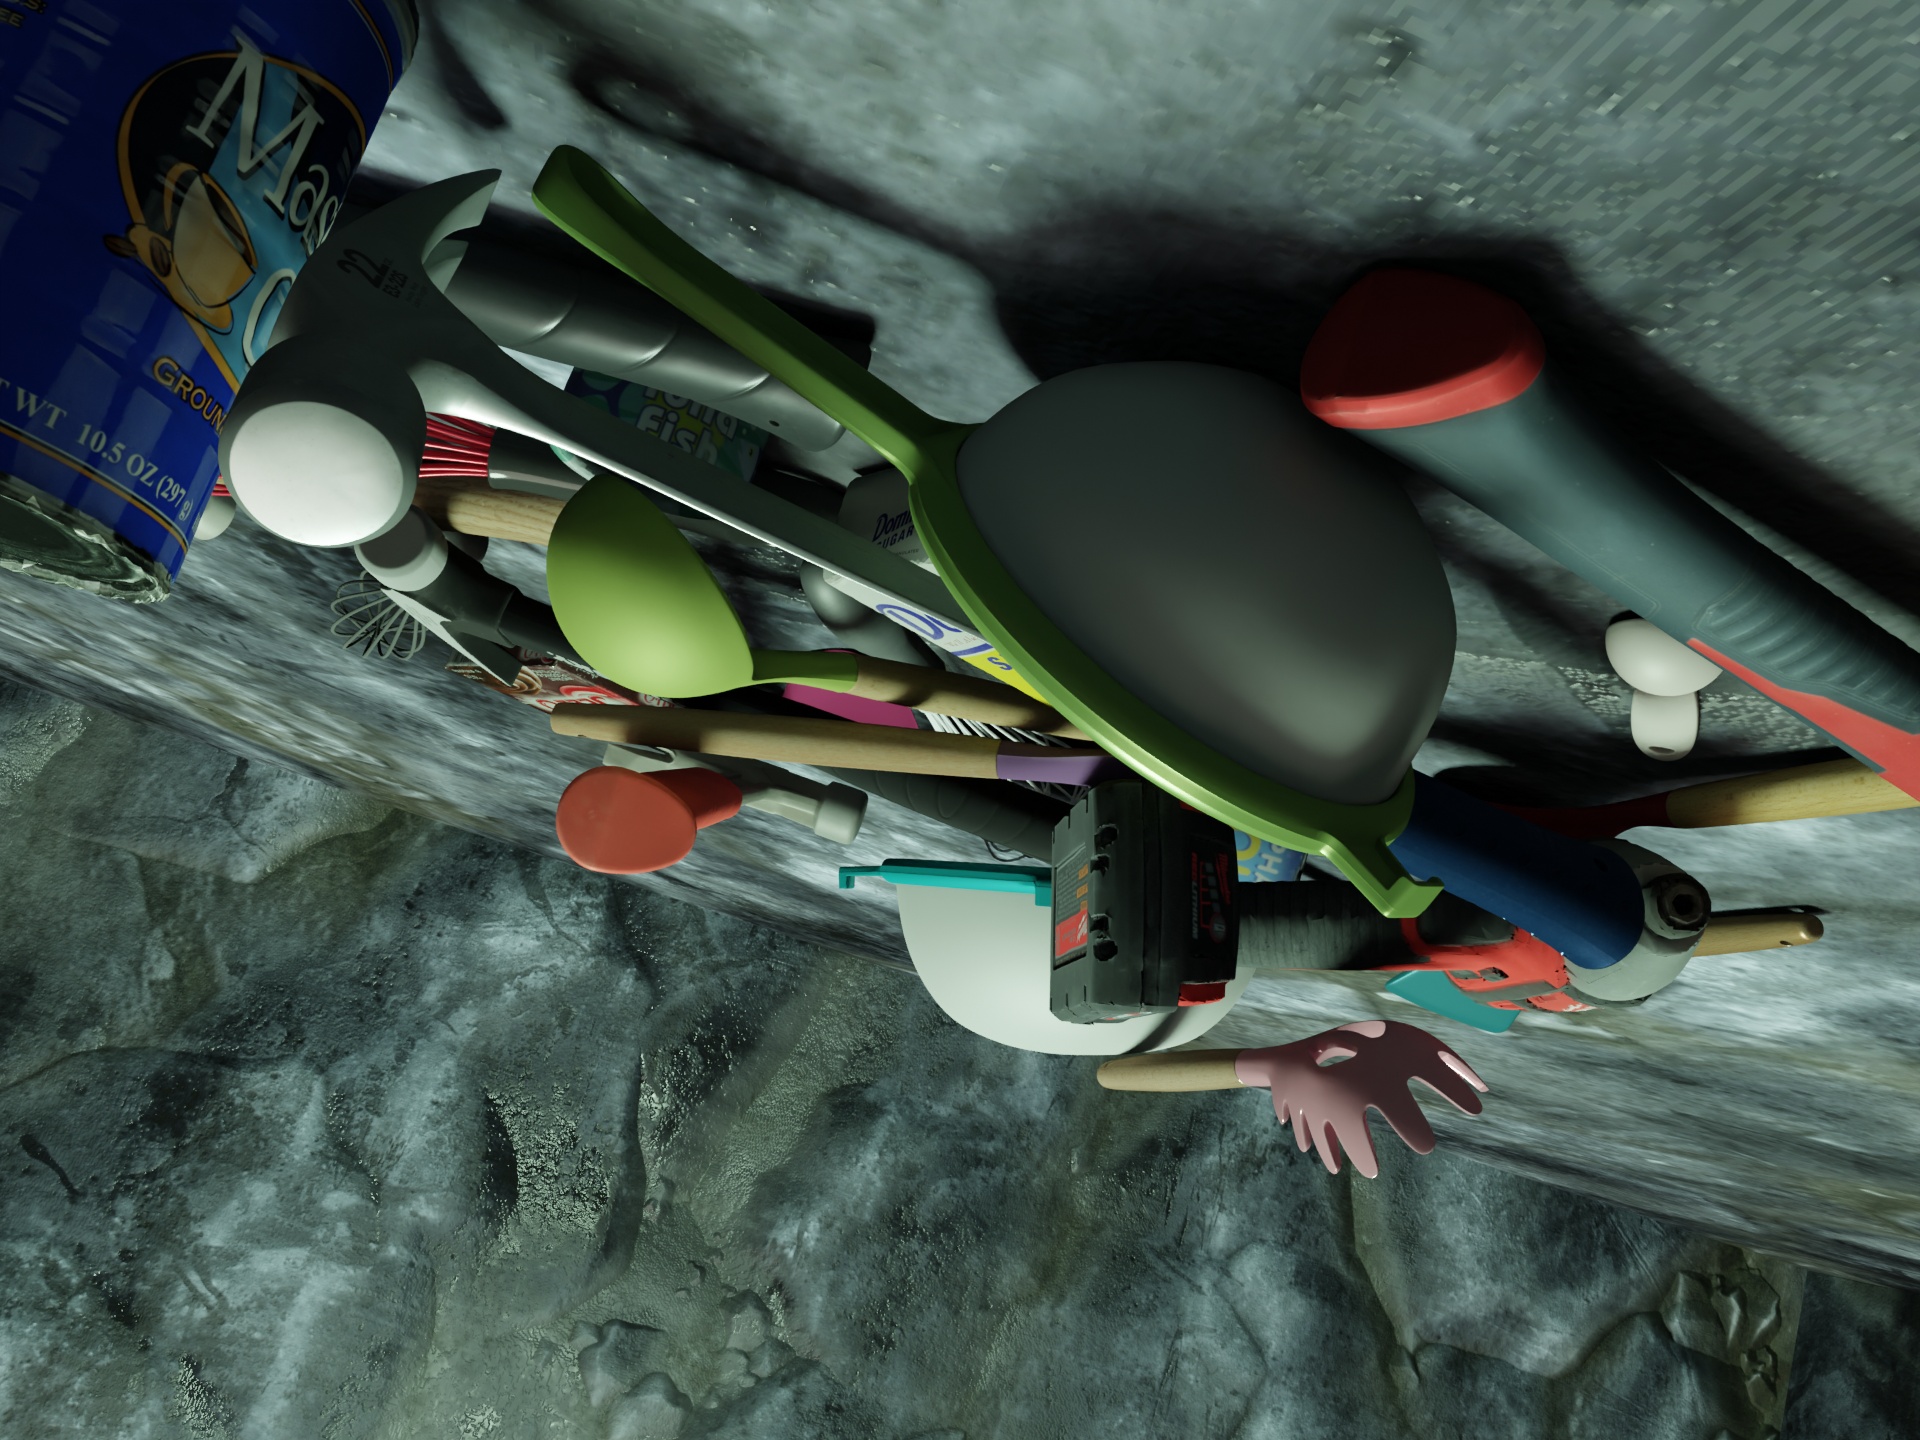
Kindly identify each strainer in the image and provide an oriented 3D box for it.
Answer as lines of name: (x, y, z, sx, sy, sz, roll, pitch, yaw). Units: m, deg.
strainer: (0.112, 0.132, 0.857, 0.340, 0.095, 0.211, 9, 172, -34)
strainer: (0.024, -0.072, 0.373, 0.256, 0.069, 0.152, 34, -153, -11)

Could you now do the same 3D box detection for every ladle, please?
ladle: (-0.021, -0.025, 0.599, 0.078, 0.062, 0.320, 34, -166, 36)
ladle: (0.270, 0.027, 0.548, 0.069, 0.031, 0.315, 18, 165, -18)

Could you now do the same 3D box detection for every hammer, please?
hammer: (0.233, 0.003, 0.414, 0.386, 0.038, 0.143, 27, 161, -21)
hammer: (-0.222, -0.150, 0.443, 0.409, 0.036, 0.149, 17, 165, 1)
hammer: (-0.128, 0.031, 0.719, 0.149, 0.037, 0.359, 18, 180, 1)
hammer: (-0.280, -0.105, 0.699, 0.331, 0.031, 0.130, 10, 165, 27)
hammer: (0.030, -0.019, 0.415, 0.405, 0.035, 0.144, 24, -151, -25)
hammer: (-0.083, 0.000, 0.679, 0.335, 0.035, 0.146, 21, 167, 5)

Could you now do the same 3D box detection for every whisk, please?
whisk: (0.000, -0.002, 0.716, 0.070, 0.070, 0.284, 10, 160, 28)
whisk: (-0.282, -0.070, 0.820, 0.055, 0.055, 0.239, 24, 160, -26)
whisk: (-0.182, -0.097, 0.561, 0.296, 0.073, 0.073, 12, 166, -1)

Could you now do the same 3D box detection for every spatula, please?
spatula: (0.333, 0.129, 0.833, 0.082, 0.044, 0.317, 23, 165, -6)
spatula: (-0.010, 0.012, 0.594, 0.316, 0.018, 0.059, 5, 167, 16)

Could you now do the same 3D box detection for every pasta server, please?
pasta server: (0.115, 0.153, 0.669, 0.040, 0.060, 0.316, 58, 162, 4)

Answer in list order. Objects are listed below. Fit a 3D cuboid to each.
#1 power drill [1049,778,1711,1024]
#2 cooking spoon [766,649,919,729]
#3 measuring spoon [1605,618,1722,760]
power drill: (0.148, 0.072, 0.576, 0.219, 0.079, 0.143, 3, 167, -5)
cooking spoon: (-0.113, -0.008, 0.873, 0.319, 0.017, 0.068, 3, 119, 55)
measuring spoon: (0.222, -0.002, 0.503, 0.034, 0.018, 0.124, 11, 166, 26)
